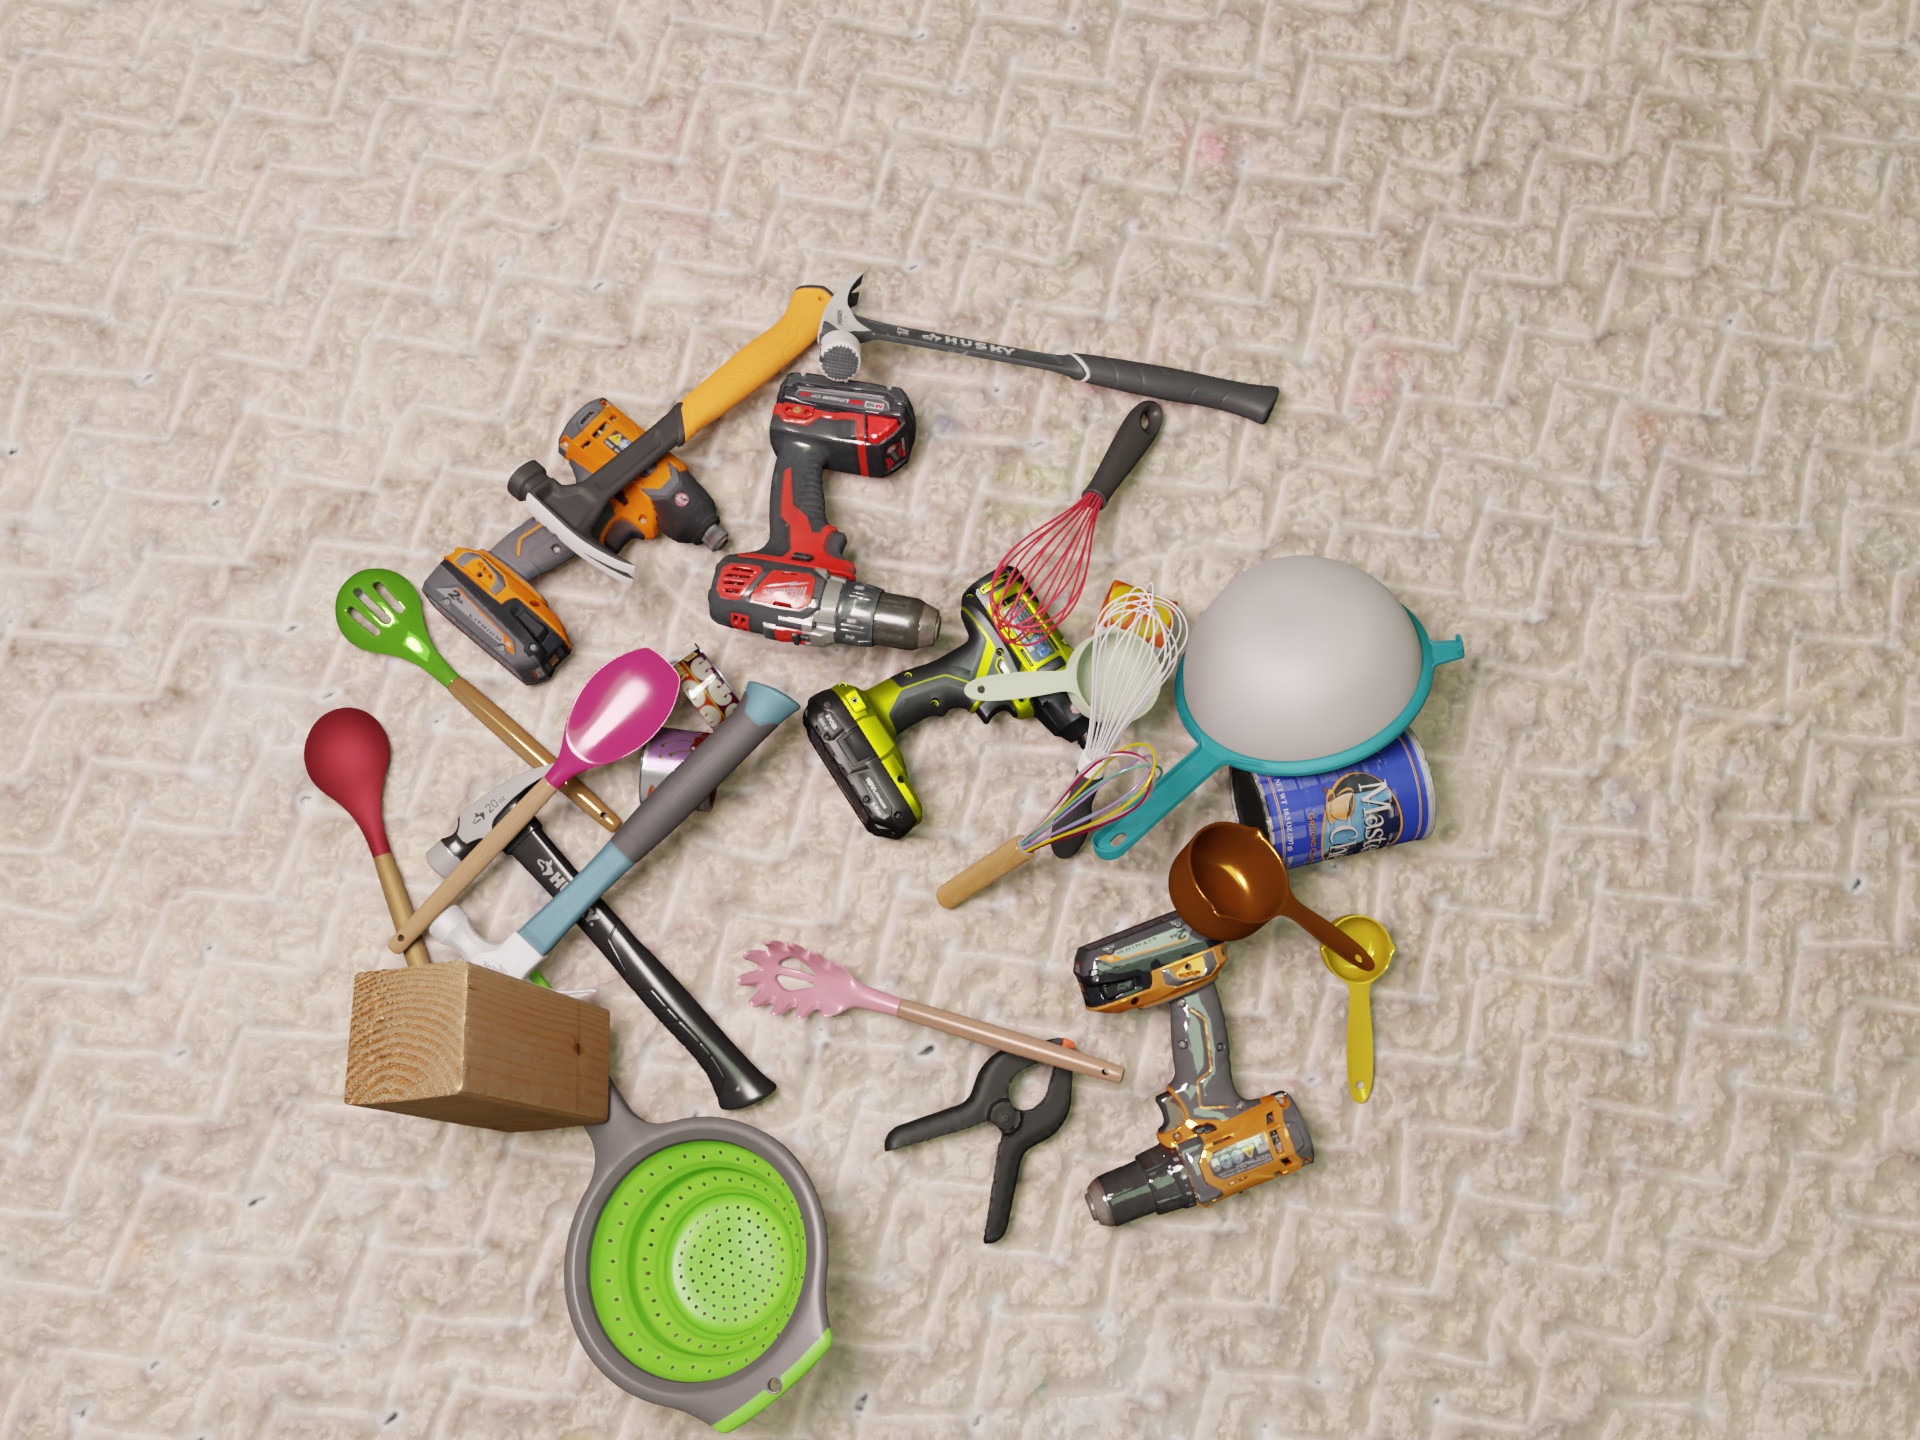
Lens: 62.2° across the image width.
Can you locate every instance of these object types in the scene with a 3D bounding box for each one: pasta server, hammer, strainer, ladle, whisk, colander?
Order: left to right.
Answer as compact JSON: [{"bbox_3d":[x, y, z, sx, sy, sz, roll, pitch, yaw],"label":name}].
[{"bbox_3d":[-0.463,0.135,1.292,0.069,0.031,0.315,-21,83,-6],"label":"ladle"},{"bbox_3d":[-0.269,0.180,1.283,0.146,0.035,0.335,-43,87,2],"label":"hammer"},{"bbox_3d":[-0.256,0.092,1.249,0.128,0.033,0.331,45,89,1],"label":"hammer"},{"bbox_3d":[-0.237,0.354,1.244,0.204,0.094,0.397,-39,66,-5],"label":"colander"},{"bbox_3d":[-0.211,-0.255,1.324,0.127,0.034,0.337,40,63,5],"label":"hammer"},{"bbox_3d":[-0.025,0.237,1.260,0.316,0.040,0.060,14,92,14],"label":"pasta server"},{"bbox_3d":[0.067,0.087,1.255,0.245,0.051,0.047,-37,68,35],"label":"whisk"},{"bbox_3d":[0.081,-0.309,1.371,0.409,0.036,0.149,8,39,-10],"label":"hammer"},{"bbox_3d":[0.103,-0.173,1.329,0.073,0.073,0.296,32,59,2],"label":"whisk"},{"bbox_3d":[0.112,0.011,1.242,0.070,0.284,0.070,8,41,-7],"label":"whisk"},{"bbox_3d":[0.222,-0.025,1.263,0.340,0.095,0.211,-40,47,-16],"label":"strainer"}]

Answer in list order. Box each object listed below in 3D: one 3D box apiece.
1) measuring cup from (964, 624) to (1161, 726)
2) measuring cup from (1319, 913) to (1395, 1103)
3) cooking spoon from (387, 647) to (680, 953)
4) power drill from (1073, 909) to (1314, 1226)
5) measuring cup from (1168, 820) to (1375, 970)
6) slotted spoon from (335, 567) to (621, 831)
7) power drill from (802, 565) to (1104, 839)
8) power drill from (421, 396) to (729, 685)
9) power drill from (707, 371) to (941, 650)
[{"bbox_3d":[0.079,-0.030,1.282,0.167,0.038,0.083,-6,87,-16],"label":"measuring cup"},{"bbox_3d":[0.328,0.238,1.324,0.062,0.029,0.156,-1,92,-4],"label":"measuring cup"},{"bbox_3d":[-0.342,0.067,1.262,0.069,0.017,0.319,44,91,1],"label":"cooking spoon"},{"bbox_3d":[0.161,0.282,1.277,0.185,0.084,0.226,-20,86,-5],"label":"power drill"},{"bbox_3d":[0.241,0.153,1.245,0.173,0.052,0.095,35,51,-1],"label":"measuring cup"},{"bbox_3d":[-0.400,-0.016,1.322,0.314,0.031,0.070,41,81,3],"label":"slotted spoon"},{"bbox_3d":[-0.002,-0.004,1.319,0.223,0.080,0.171,-32,82,-11],"label":"power drill"},{"bbox_3d":[-0.312,-0.140,1.323,0.164,0.084,0.226,39,76,4],"label":"power drill"},{"bbox_3d":[-0.093,-0.163,1.311,0.188,0.080,0.227,10,69,5],"label":"power drill"}]
